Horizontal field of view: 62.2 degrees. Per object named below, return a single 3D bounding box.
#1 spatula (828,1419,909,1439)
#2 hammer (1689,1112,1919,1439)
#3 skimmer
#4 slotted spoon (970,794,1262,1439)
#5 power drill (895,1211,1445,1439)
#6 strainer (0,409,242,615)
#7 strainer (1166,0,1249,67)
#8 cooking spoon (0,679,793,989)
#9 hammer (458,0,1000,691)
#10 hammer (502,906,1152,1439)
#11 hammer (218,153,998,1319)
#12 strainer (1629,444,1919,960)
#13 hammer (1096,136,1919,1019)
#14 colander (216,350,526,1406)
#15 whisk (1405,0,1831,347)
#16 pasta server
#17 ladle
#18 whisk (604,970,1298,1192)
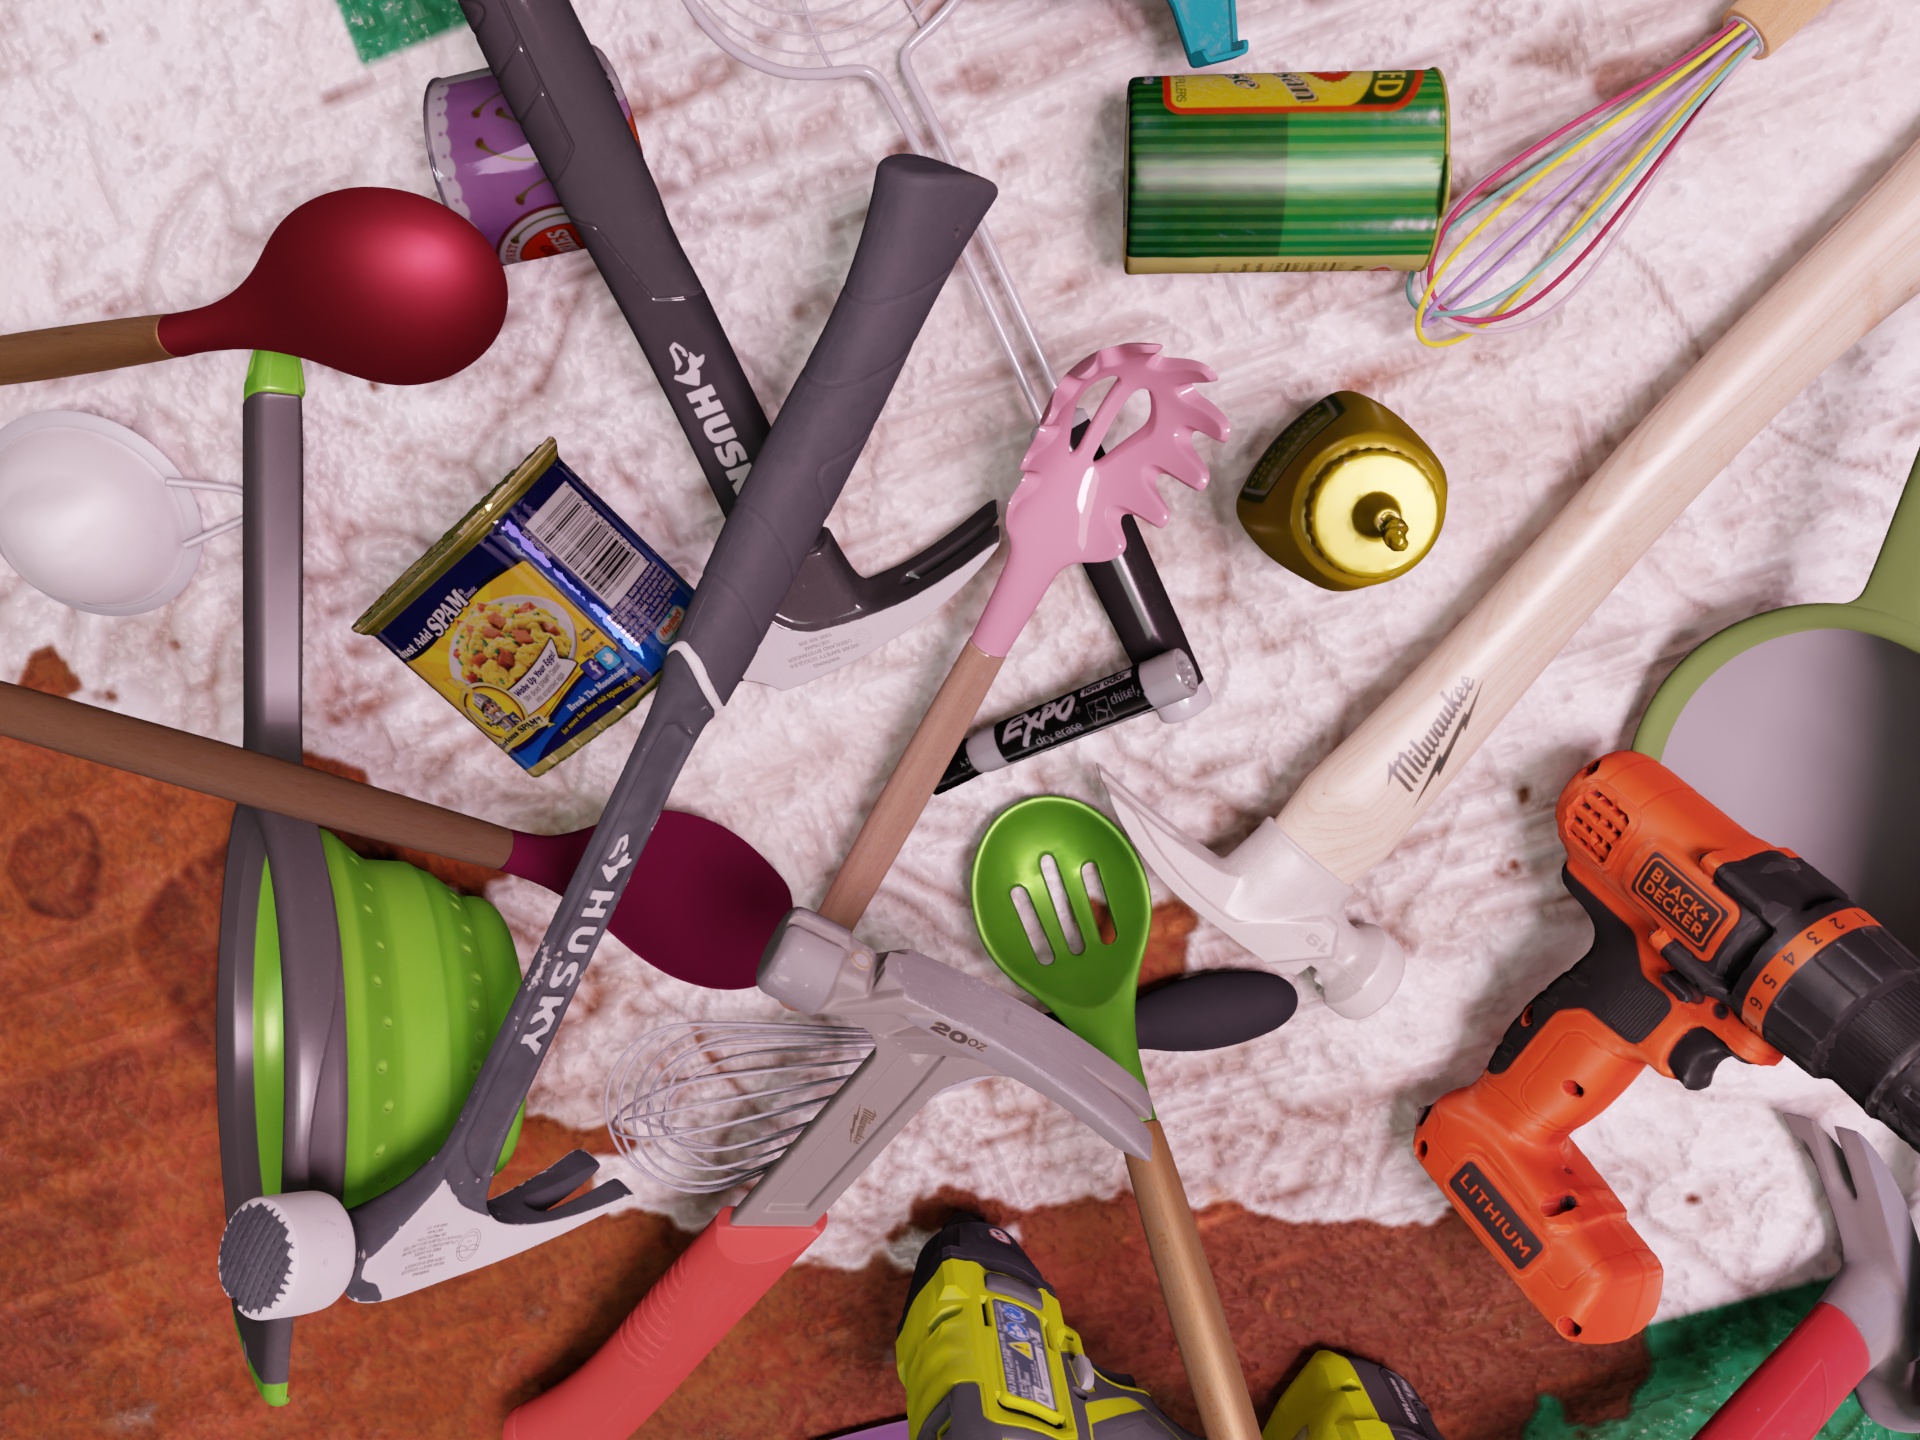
[{"bbox_3d":[-0.137,0.375,0.732,0.316,0.018,0.059,-16,104,7],"label":"spatula"},{"bbox_3d":[0.230,0.305,0.573,0.386,0.038,0.143,-31,106,-24],"label":"hammer"},{"bbox_3d":[0.016,-0.158,0.545,0.127,0.090,0.363,-28,103,-9],"label":"skimmer"},{"bbox_3d":[0.071,0.174,0.581,0.070,0.031,0.314,-17,67,1],"label":"slotted spoon"},{"bbox_3d":[0.082,0.280,0.625,0.223,0.171,0.080,26,103,-12],"label":"power drill"},{"bbox_3d":[-0.409,-0.076,0.624,0.258,0.050,0.086,1,119,7],"label":"strainer"},{"bbox_3d":[0.103,-0.383,0.452,0.210,0.095,0.340,28,93,-28],"label":"strainer"},{"bbox_3d":[-0.181,0.038,0.548,0.017,0.069,0.318,-24,146,38],"label":"cooking spoon"},{"bbox_3d":[-0.101,-0.155,0.527,0.146,0.035,0.334,-18,122,11],"label":"hammer"},{"bbox_3d":[-0.083,0.219,0.625,0.149,0.037,0.359,30,122,-12],"label":"hammer"},{"bbox_3d":[-0.091,0.006,0.519,0.036,0.149,0.409,29,95,30],"label":"hammer"},{"bbox_3d":[0.330,-0.016,0.550,0.069,0.152,0.256,0,111,-33],"label":"strainer"},{"bbox_3d":[0.228,-0.076,0.572,0.146,0.038,0.410,37,102,-17],"label":"hammer"},{"bbox_3d":[-0.225,0.043,0.612,0.094,0.204,0.397,0,89,-31],"label":"colander"},{"bbox_3d":[0.251,-0.217,0.546,0.245,0.051,0.047,-42,119,8],"label":"whisk"},{"bbox_3d":[-0.001,-0.002,0.586,0.060,0.040,0.316,19,118,-19],"label":"pasta server"},{"bbox_3d":[-0.296,-0.135,0.562,0.315,0.031,0.069,-1,133,23],"label":"ladle"},{"bbox_3d":[-0.004,0.136,0.643,0.284,0.070,0.070,-11,104,1],"label":"whisk"}]
